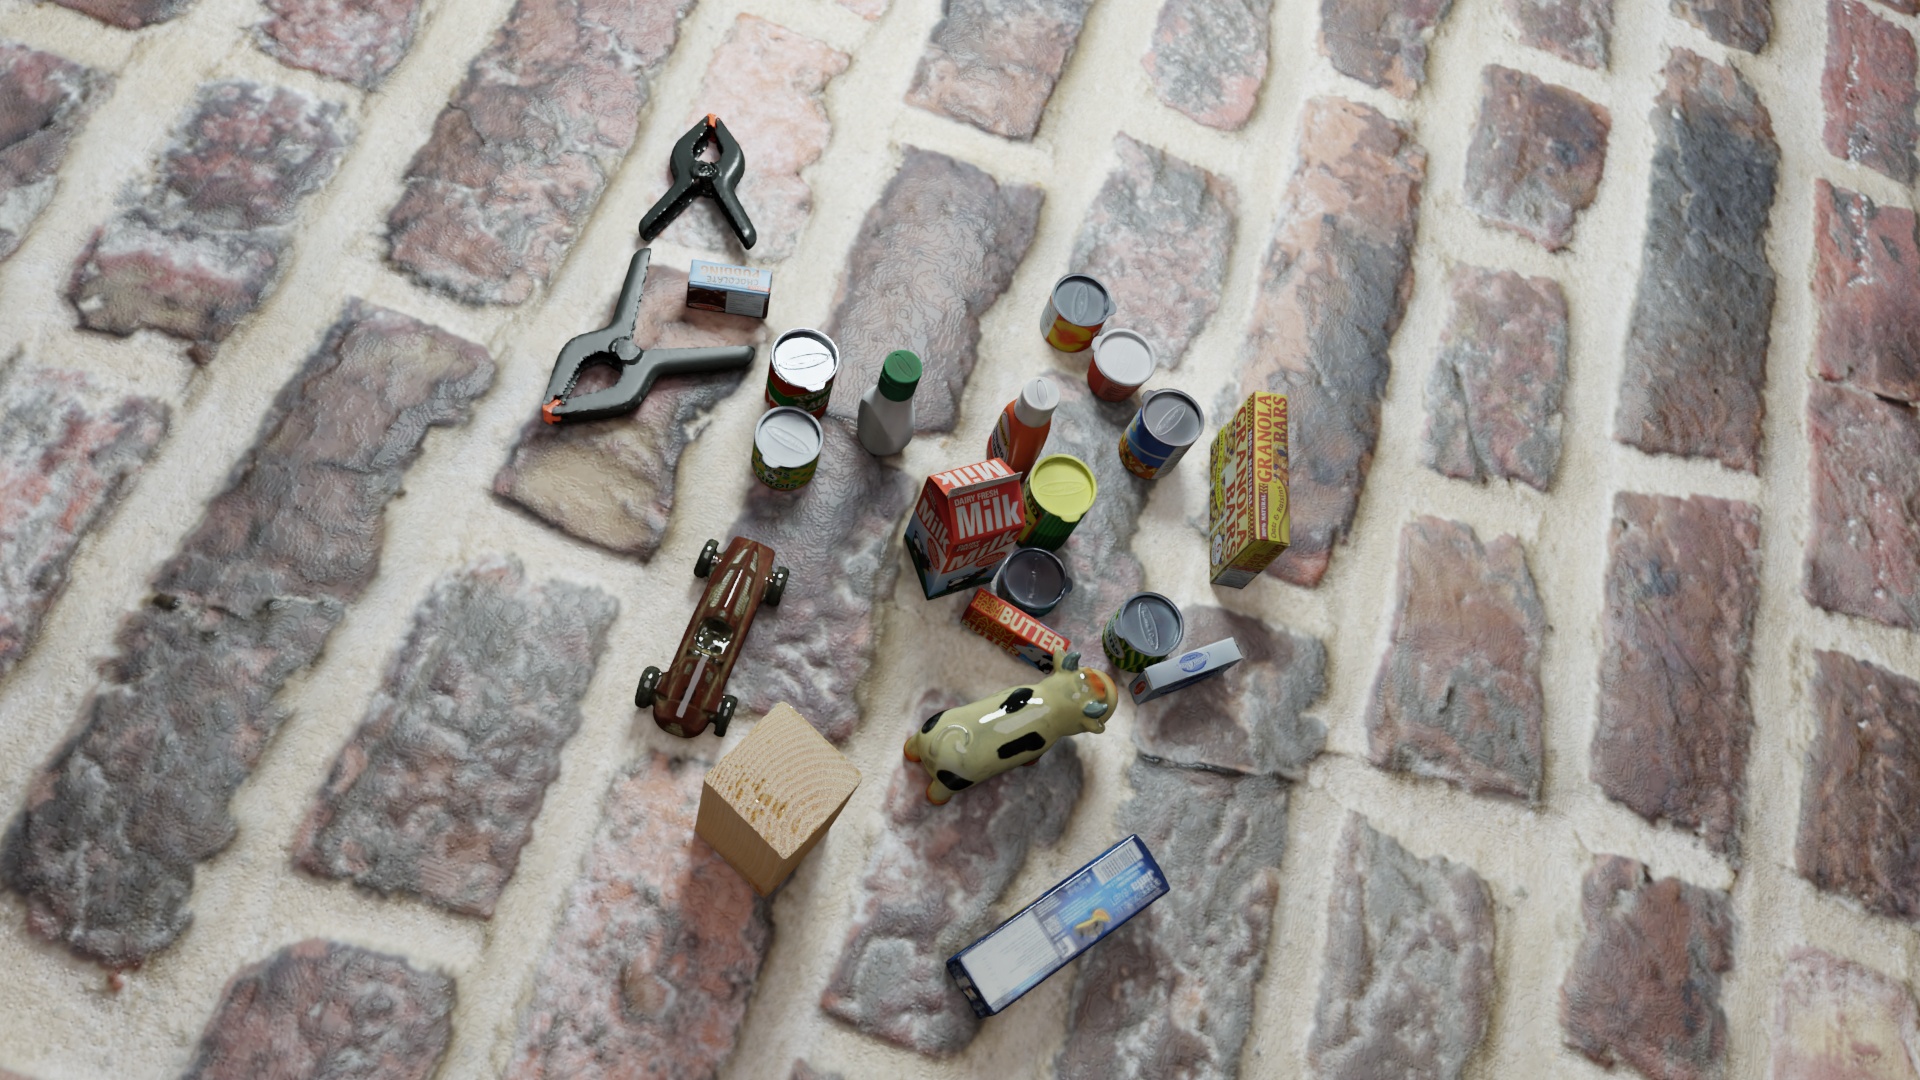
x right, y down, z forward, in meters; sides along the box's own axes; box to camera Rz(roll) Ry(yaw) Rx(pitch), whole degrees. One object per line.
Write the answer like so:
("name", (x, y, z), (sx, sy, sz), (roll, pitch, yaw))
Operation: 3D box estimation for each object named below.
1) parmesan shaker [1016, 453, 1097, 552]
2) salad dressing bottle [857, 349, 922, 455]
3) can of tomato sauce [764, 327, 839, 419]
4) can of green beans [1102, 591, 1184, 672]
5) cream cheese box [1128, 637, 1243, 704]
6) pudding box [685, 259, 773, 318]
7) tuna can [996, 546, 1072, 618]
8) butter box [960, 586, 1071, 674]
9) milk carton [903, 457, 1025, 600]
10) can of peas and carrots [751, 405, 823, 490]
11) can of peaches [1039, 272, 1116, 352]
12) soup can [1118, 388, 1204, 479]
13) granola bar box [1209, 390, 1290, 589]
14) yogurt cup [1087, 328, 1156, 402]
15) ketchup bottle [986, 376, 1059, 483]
("parmesan shaker", (0.088, -0.031, 1.363), (0.071, 0.102, 0.071), (5, 67, -11))
("salad dressing bottle", (-0.067, -0.133, 1.348), (0.044, 0.147, 0.064), (-29, 77, -22))
("can of tomato sauce", (-0.157, -0.159, 1.374), (0.071, 0.082, 0.071), (5, 67, -11))
("can of green beans", (0.177, 0.090, 1.357), (0.071, 0.057, 0.071), (5, 67, -11))
("cream cheese box", (0.218, 0.127, 1.353), (0.104, 0.053, 0.024), (-17, 72, -19))
("pudding box", (-0.236, -0.256, 1.416), (0.084, 0.049, 0.030), (6, 67, -10))
("tuna can", (0.073, 0.042, 1.367), (0.071, 0.032, 0.071), (5, 67, -11))
("butter box", (0.052, 0.087, 1.332), (0.103, 0.053, 0.024), (31, 65, 2))
("milk carton", (0.005, -0.016, 1.290), (0.072, 0.189, 0.073), (-15, 72, -18))
("can of peas and carrots", (-0.171, -0.087, 1.354), (0.071, 0.058, 0.071), (5, 67, -11))
("can of peaches", (0.125, -0.242, 1.487), (0.071, 0.057, 0.071), (5, 67, -11))
("soup can", (0.204, -0.111, 1.434), (0.071, 0.083, 0.071), (5, 67, -11))
("granola bar box", (0.290, -0.050, 1.405), (0.039, 0.123, 0.166), (9, 66, -9))
("yogurt cup", (0.168, -0.183, 1.473), (0.072, 0.053, 0.072), (5, 67, -11))
("ketchup bottle", (0.062, -0.111, 1.366), (0.043, 0.148, 0.065), (-4, 69, -14))
